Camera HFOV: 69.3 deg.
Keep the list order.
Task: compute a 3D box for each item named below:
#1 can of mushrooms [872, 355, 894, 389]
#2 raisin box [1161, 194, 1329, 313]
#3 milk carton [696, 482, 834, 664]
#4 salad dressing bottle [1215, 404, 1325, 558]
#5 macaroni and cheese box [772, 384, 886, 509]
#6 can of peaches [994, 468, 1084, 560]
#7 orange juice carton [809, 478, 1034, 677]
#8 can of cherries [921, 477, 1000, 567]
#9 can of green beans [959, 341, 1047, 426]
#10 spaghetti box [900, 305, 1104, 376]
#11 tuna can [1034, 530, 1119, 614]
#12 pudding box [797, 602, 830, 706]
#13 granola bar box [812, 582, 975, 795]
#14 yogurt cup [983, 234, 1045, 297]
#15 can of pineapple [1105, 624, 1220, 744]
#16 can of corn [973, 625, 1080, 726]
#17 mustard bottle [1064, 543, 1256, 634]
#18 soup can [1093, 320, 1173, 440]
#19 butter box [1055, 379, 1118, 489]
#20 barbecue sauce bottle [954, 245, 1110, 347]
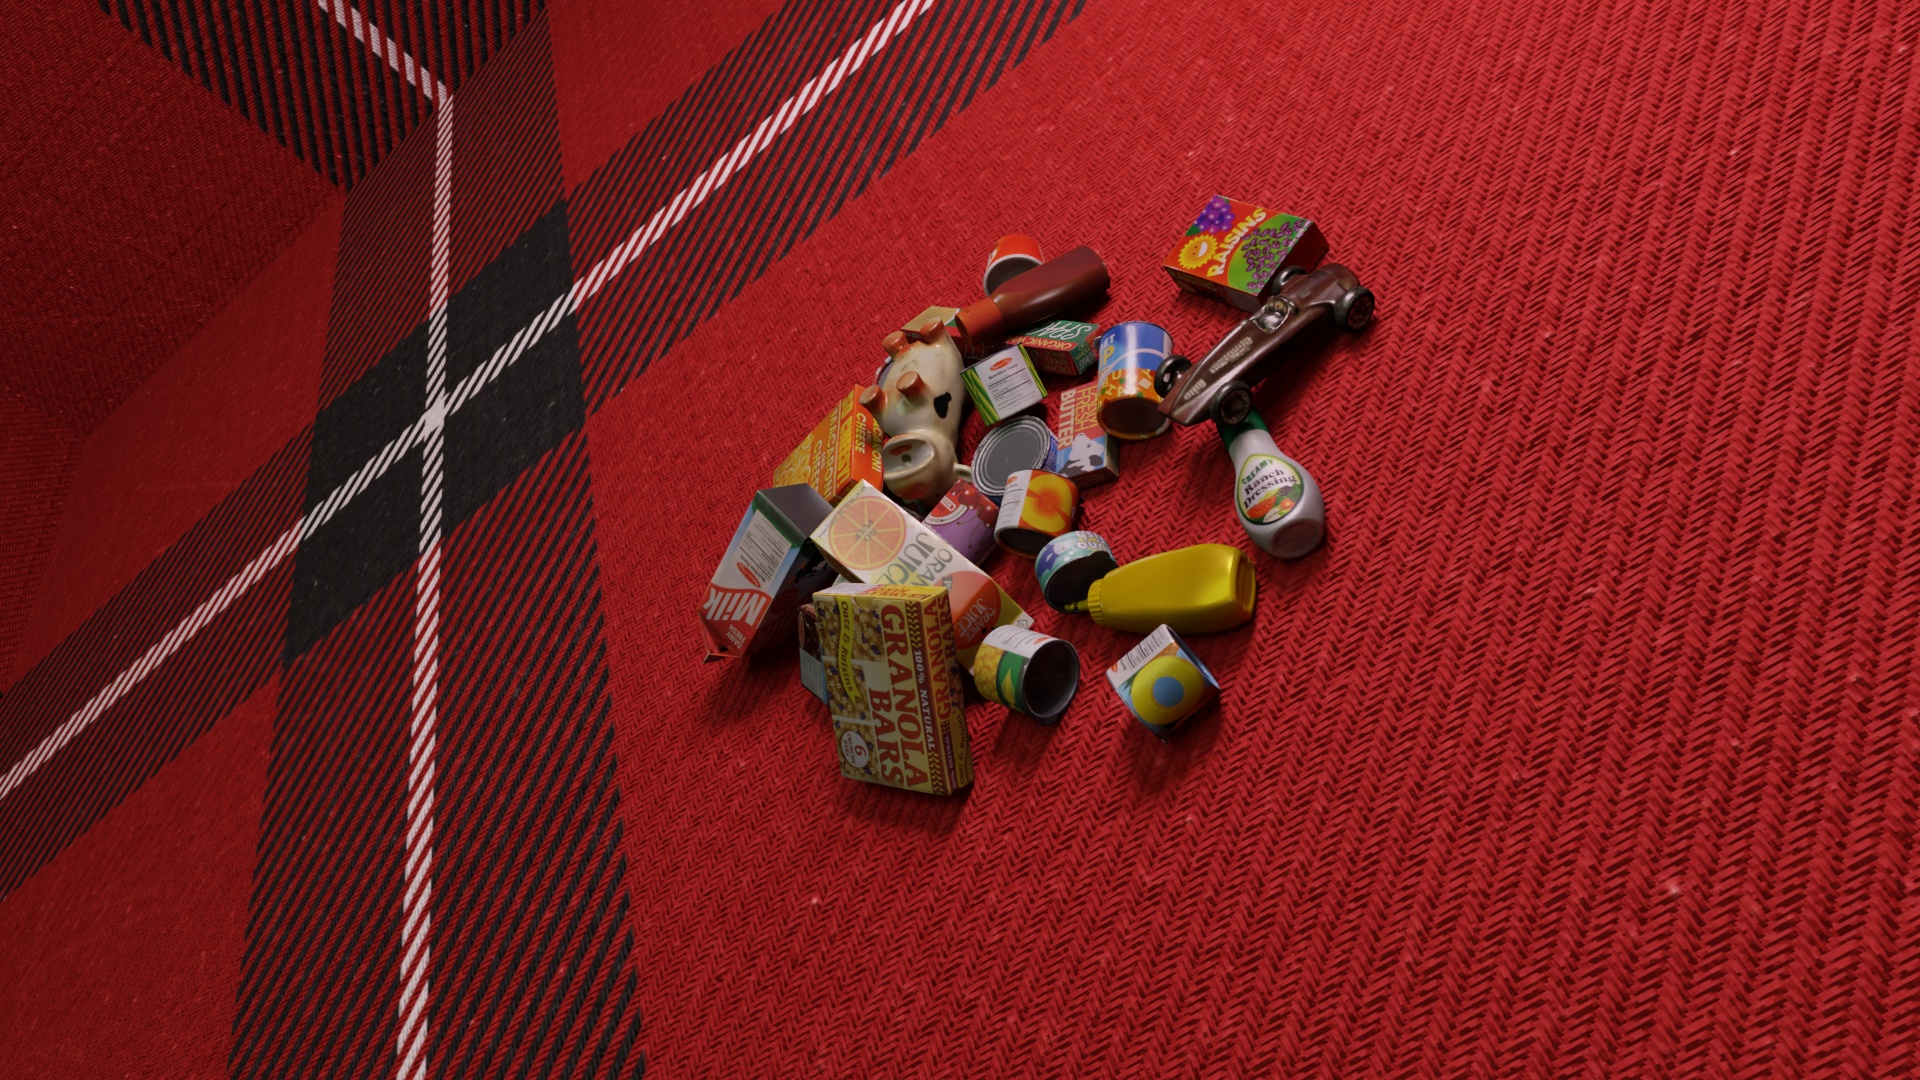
[{"bbox_3d":[-0.057,-0.163,1.439,0.071,0.033,0.071,-22,48,27],"label":"can of mushrooms"},{"bbox_3d":[0.252,-0.254,1.236,0.086,0.040,0.123,-53,43,-3],"label":"raisin box"},{"bbox_3d":[-0.185,0.043,1.323,0.073,0.072,0.189,43,118,22],"label":"milk carton"},{"bbox_3d":[0.239,-0.051,1.092,0.064,0.044,0.148,-33,41,18],"label":"salad dressing bottle"},{"bbox_3d":[-0.134,-0.059,1.384,0.165,0.040,0.124,-40,38,41],"label":"macaroni and cheese box"},{"bbox_3d":[0.069,-0.021,1.201,0.071,0.071,0.058,-6,58,38],"label":"can of peaches"},{"bbox_3d":[-0.032,0.038,1.200,0.193,0.073,0.072,38,79,19],"label":"orange juice carton"},{"bbox_3d":[0.004,-0.016,1.247,0.058,0.071,0.071,-49,41,0],"label":"can of cherries"},{"bbox_3d":[0.041,-0.146,1.303,0.071,0.058,0.071,-27,4,2],"label":"can of green beans"},{"bbox_3d":[0.039,-0.200,1.376,0.050,0.028,0.250,-41,36,-27],"label":"spaghetti box"},{"bbox_3d":[0.097,0.024,1.139,0.071,0.071,0.033,-36,43,15],"label":"tuna can"},{"bbox_3d":[-0.123,0.102,1.264,0.030,0.083,0.050,-15,27,-32],"label":"pudding box"},{"bbox_3d":[-0.056,0.121,1.147,0.124,0.039,0.165,1,103,41],"label":"granola bar box"},{"bbox_3d":[0.057,-0.272,1.401,0.072,0.072,0.054,-27,38,24],"label":"yogurt cup"},{"bbox_3d":[0.152,0.106,1.035,0.058,0.071,0.071,-42,42,9],"label":"can of pineapple"},{"bbox_3d":[0.053,0.108,1.119,0.058,0.071,0.071,14,70,46],"label":"can of corn"},{"bbox_3d":[0.152,0.043,1.093,0.160,0.048,0.065,-9,55,37],"label":"mustard bottle"},{"bbox_3d":[0.150,-0.139,1.216,0.071,0.071,0.084,-17,51,32],"label":"soup can"},{"bbox_3d":[0.115,-0.095,1.247,0.053,0.024,0.104,-17,51,31],"label":"butter box"},{"bbox_3d":[0.067,-0.234,1.338,0.149,0.043,0.065,-27,34,-9],"label":"barbecue sauce bottle"}]
